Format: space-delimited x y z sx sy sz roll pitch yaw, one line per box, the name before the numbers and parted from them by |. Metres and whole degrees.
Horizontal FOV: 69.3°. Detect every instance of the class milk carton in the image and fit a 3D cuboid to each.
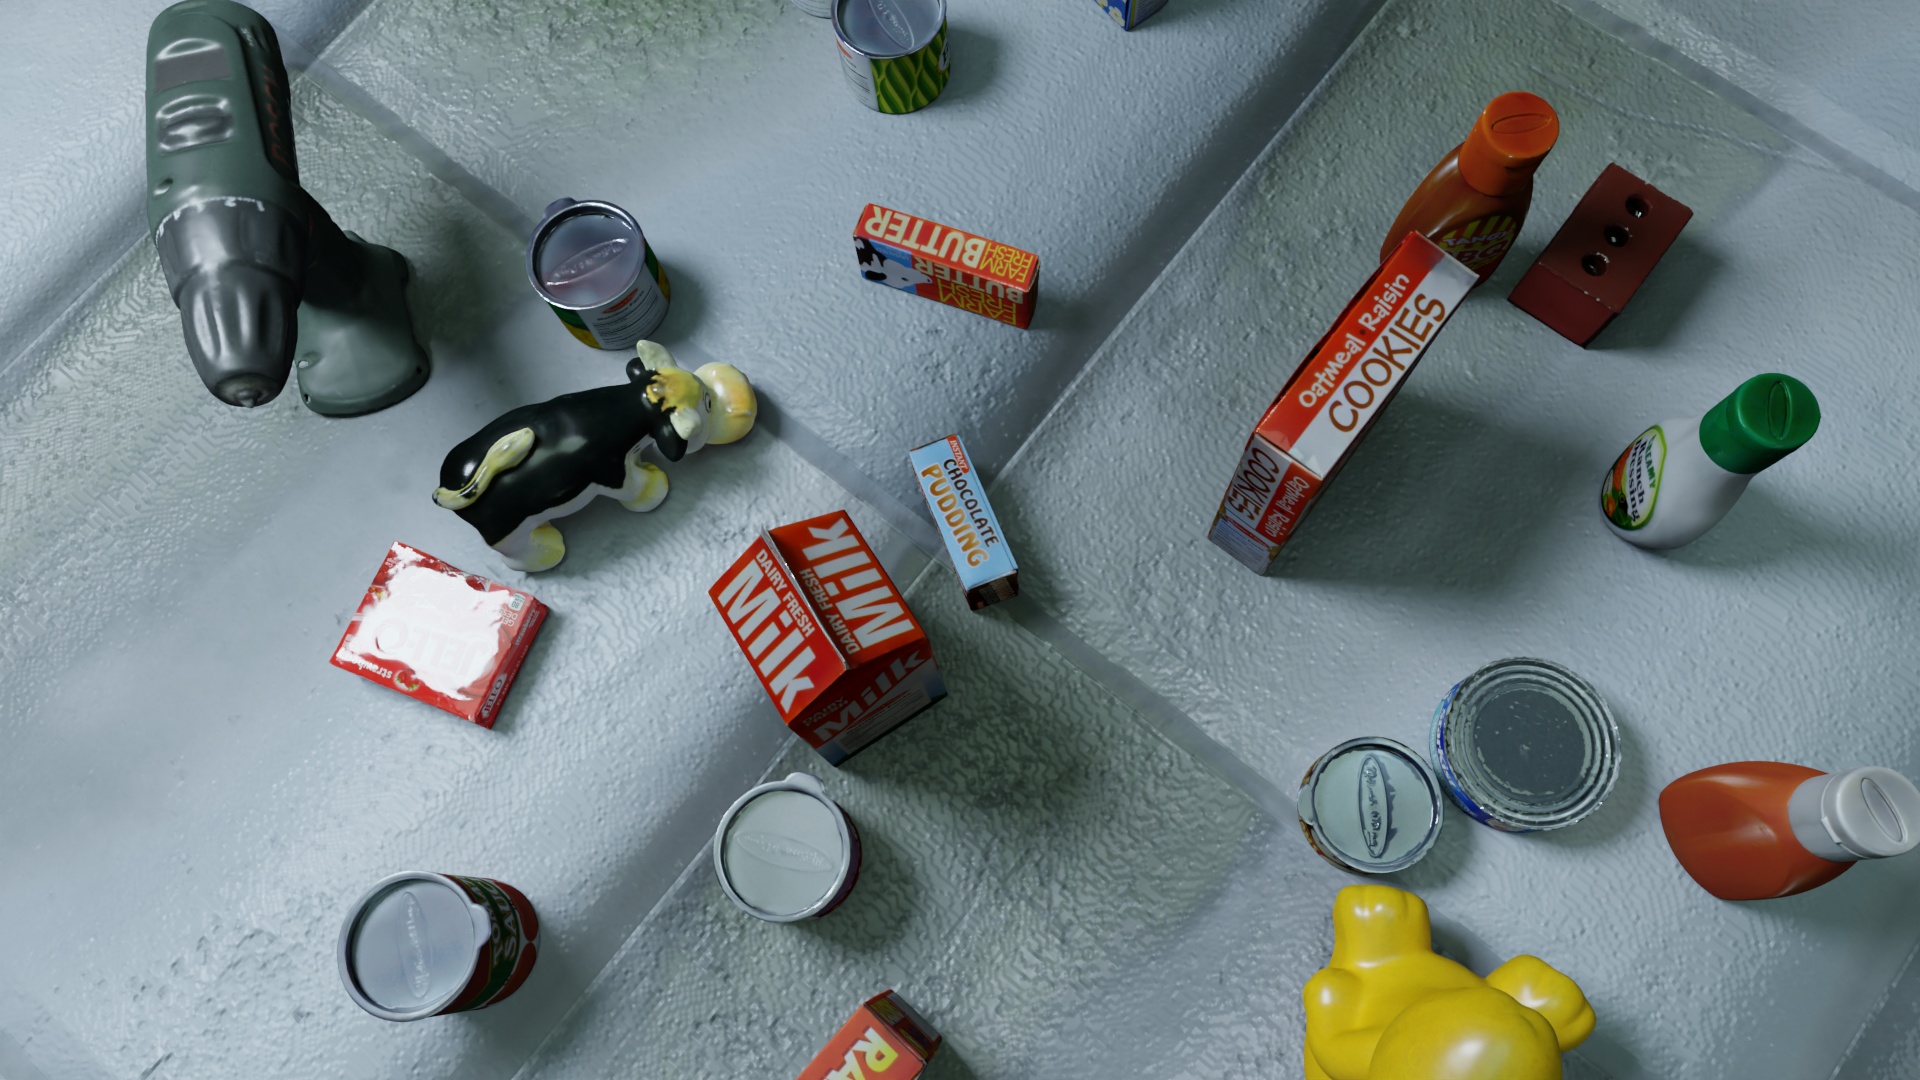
milk carton | -0.059 0.046 0.648 0.073 0.190 0.072 -32 75 -6

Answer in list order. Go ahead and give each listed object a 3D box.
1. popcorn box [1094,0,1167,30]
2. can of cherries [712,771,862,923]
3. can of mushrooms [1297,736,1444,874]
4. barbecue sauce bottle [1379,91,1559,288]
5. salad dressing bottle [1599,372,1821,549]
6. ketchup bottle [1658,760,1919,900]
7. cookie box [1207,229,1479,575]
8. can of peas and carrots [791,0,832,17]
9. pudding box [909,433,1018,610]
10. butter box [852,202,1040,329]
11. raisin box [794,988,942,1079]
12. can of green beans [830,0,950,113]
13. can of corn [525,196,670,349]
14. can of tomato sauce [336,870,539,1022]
popcorn box | 0.074 -0.375 0.820 0.038 0.085 0.127 -39 76 -8
can of cherries | -0.082 0.153 0.687 0.071 0.058 0.071 -1 74 2
can of mushrooms | 0.201 0.133 0.693 0.071 0.033 0.071 -1 74 2
barbecue sauce bottle | 0.265 -0.176 0.720 0.065 0.148 0.044 -9 74 0
salad dressing bottle | 0.361 -0.038 0.676 0.044 0.147 0.064 10 75 5
ketchup bottle | 0.372 0.129 0.626 0.043 0.148 0.065 -23 75 -4
cookie box | 0.180 -0.060 0.680 0.040 0.167 0.123 37 79 12
can of peas and carrots | -0.079 -0.362 0.836 0.071 0.058 0.071 -1 74 2
pudding box | 0.003 -0.009 0.735 0.030 0.049 0.084 -22 74 -3
butter box | -0.006 -0.153 0.775 0.103 0.053 0.024 19 76 8
raisin box | -0.052 0.249 0.623 0.040 0.123 0.086 42 80 13
can of green beans | -0.040 -0.294 0.815 0.071 0.057 0.071 -1 74 2
can of corn | -0.203 -0.150 0.781 0.071 0.058 0.071 -1 74 2
can of tomato sauce | -0.247 0.193 0.670 0.071 0.083 0.071 -1 74 3
